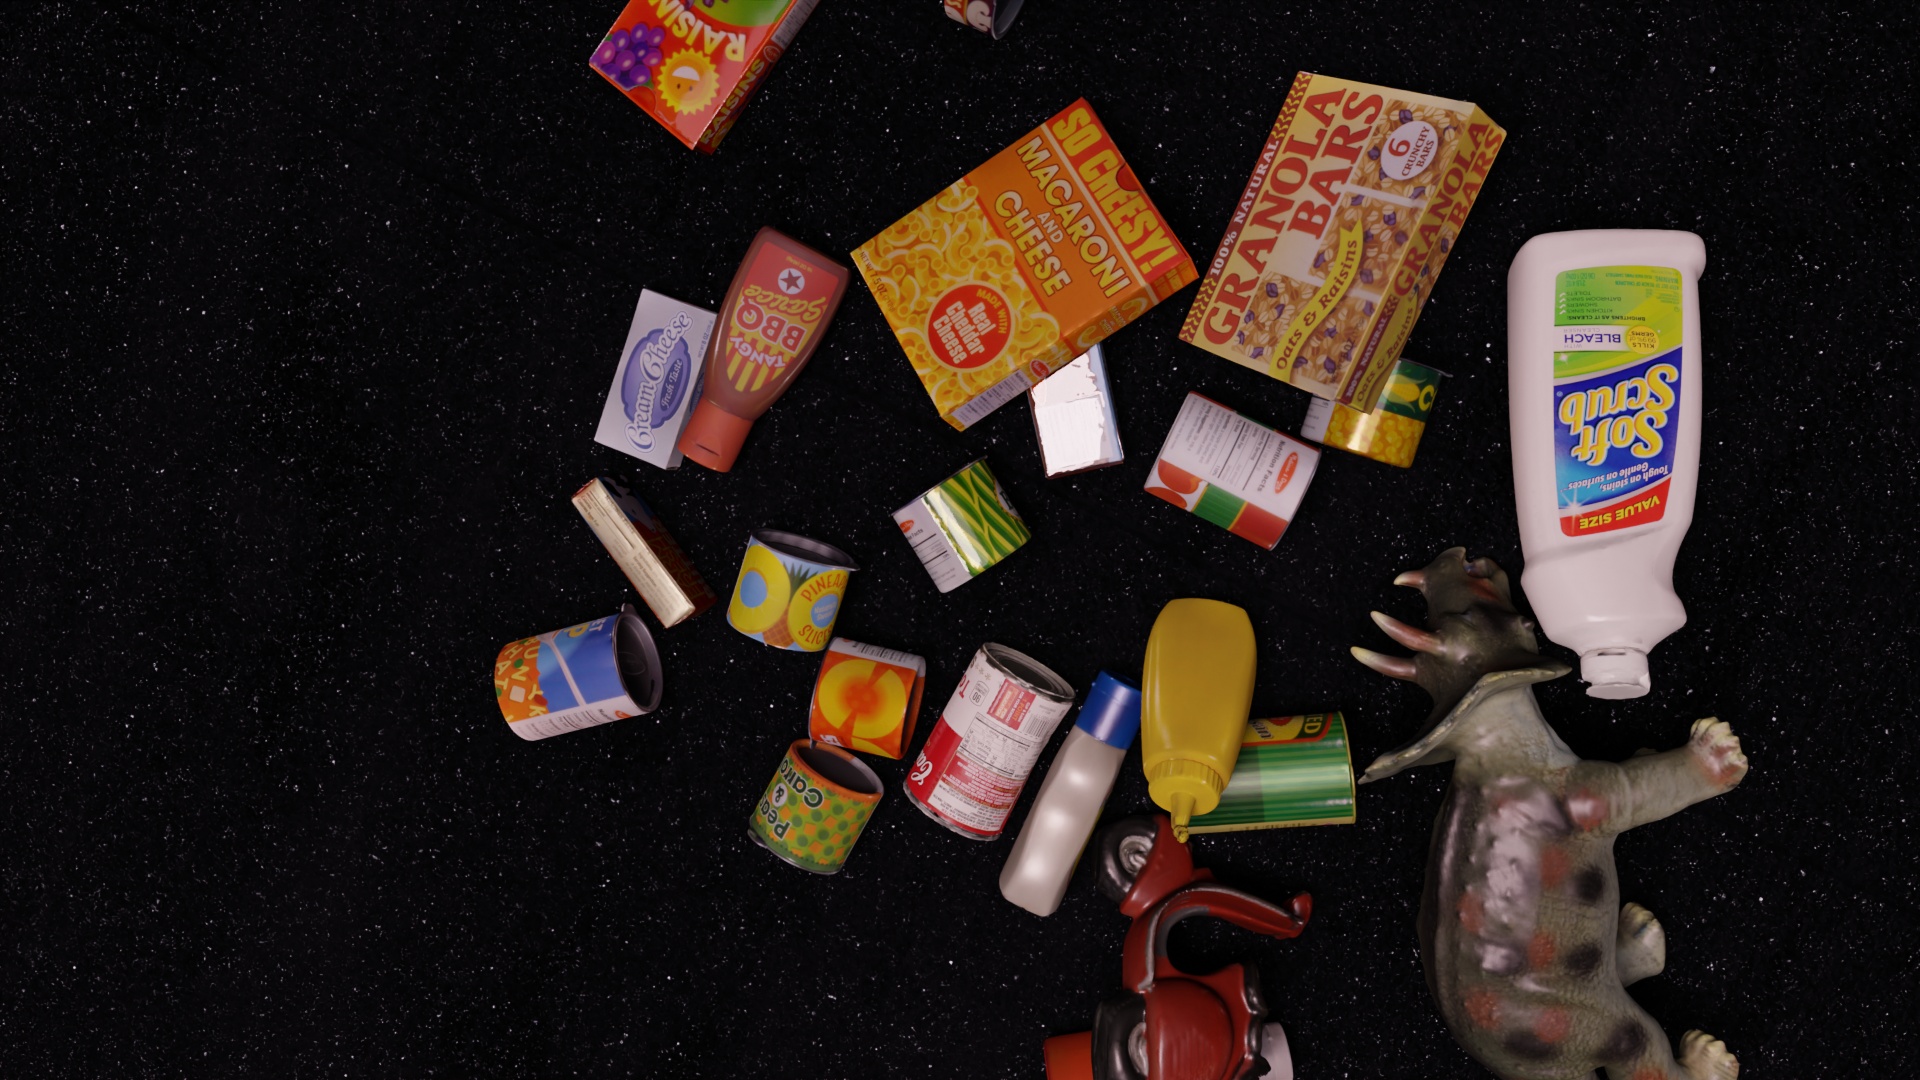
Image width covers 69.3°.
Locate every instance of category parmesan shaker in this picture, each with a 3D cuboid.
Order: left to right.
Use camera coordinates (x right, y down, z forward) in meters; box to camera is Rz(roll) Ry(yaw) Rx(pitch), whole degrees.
[{"bbox_3d":[0.178,0.139,0.826,0.103,0.071,0.071,-6,95,9],"label":"parmesan shaker"}]

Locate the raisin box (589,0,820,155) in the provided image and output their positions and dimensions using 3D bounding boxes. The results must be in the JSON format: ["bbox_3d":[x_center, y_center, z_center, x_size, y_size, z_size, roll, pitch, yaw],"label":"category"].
[{"bbox_3d":[-0.154,-0.310,0.843,0.086,0.040,0.123,39,101,2],"label":"raisin box"}]

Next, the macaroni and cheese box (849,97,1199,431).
[{"bbox_3d":[0.036,-0.161,0.813,0.166,0.040,0.124,-32,72,10],"label":"macaroni and cheese box"}]

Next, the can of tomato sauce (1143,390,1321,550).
[{"bbox_3d":[0.158,-0.041,0.815,0.083,0.071,0.071,26,99,5],"label":"can of tomato sauce"}]

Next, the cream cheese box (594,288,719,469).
[{"bbox_3d":[-0.190,-0.102,0.878,0.053,0.024,0.103,21,98,7],"label":"cream cheese box"}]

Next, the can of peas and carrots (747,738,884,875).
[{"bbox_3d":[-0.091,0.165,0.869,0.071,0.071,0.058,30,99,4],"label":"can of peas and carrots"}]

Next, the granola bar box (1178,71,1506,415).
[{"bbox_3d":[0.207,-0.167,0.772,0.124,0.039,0.165,34,103,47],"label":"granola bar box"}]

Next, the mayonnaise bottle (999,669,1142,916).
[{"bbox_3d":[0.071,0.152,0.850,0.041,0.065,0.148,25,95,6],"label":"mayonnaise bottle"}]

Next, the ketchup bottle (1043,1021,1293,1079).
[{"bbox_3d":[0.128,0.328,0.860,0.149,0.065,0.043,-9,115,1],"label":"ketchup bottle"}]

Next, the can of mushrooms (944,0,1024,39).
[{"bbox_3d":[0.019,-0.327,0.801,0.033,0.071,0.071,27,99,6],"label":"can of mushrooms"}]

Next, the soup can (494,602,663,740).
[{"bbox_3d":[-0.242,0.084,0.885,0.084,0.071,0.071,-15,94,10],"label":"soup can"}]

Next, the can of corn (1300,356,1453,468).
[{"bbox_3d":[0.238,-0.078,0.797,0.071,0.071,0.058,18,99,6],"label":"can of corn"}]

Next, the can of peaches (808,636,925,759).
[{"bbox_3d":[-0.057,0.100,0.859,0.058,0.071,0.071,11,98,6],"label":"can of peaches"}]

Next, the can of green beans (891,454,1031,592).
[{"bbox_3d":[0.001,-0.009,0.839,0.071,0.071,0.058,-32,92,10],"label":"can of green beans"}]

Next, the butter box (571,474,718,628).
[{"bbox_3d":[-0.198,0.006,0.876,0.024,0.053,0.103,-37,91,8],"label":"butter box"}]

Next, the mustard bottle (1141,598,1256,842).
[{"bbox_3d":[0.132,0.105,0.792,0.065,0.161,0.048,8,137,12],"label":"mustard bottle"}]

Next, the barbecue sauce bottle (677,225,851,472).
[{"bbox_3d":[-0.126,-0.115,0.857,0.065,0.044,0.148,27,100,-11],"label":"barbecue sauce bottle"}]

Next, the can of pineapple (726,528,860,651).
[{"bbox_3d":[-0.104,0.031,0.857,0.071,0.071,0.057,19,100,6],"label":"can of pineapple"}]

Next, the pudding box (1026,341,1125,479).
[{"bbox_3d":[0.068,-0.083,0.840,0.049,0.030,0.083,-12,94,10],"label":"pudding box"}]
